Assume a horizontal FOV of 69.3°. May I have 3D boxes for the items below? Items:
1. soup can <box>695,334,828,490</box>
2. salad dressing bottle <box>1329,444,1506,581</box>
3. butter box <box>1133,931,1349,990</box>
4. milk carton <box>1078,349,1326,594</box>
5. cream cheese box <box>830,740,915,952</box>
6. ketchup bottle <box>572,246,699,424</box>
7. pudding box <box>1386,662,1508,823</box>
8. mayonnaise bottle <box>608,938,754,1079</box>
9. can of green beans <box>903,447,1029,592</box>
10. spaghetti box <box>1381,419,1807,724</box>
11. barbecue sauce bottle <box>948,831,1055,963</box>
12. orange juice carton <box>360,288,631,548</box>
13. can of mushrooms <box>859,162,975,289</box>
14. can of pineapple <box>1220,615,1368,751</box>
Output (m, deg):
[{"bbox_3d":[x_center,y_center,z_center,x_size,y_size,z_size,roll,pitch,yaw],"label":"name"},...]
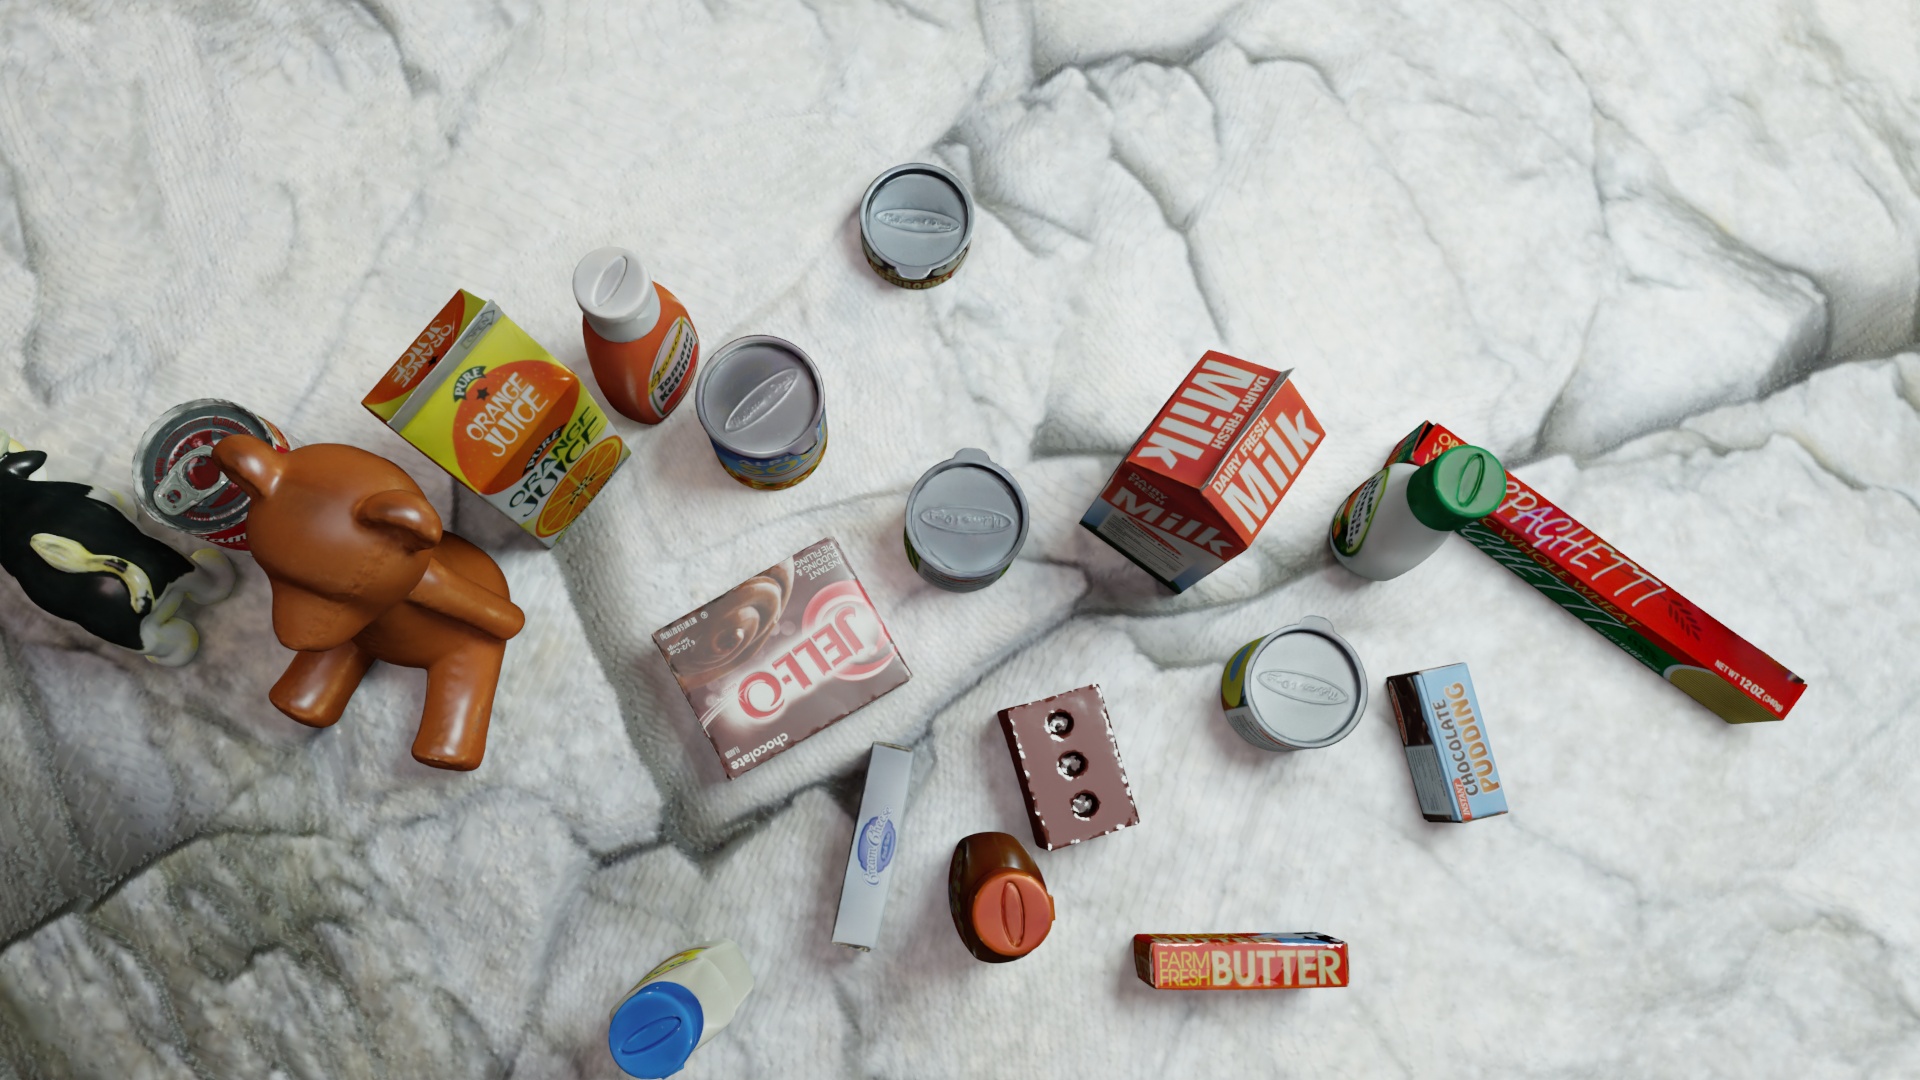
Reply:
[{"bbox_3d":[-0.104,-0.065,0.752,0.071,0.083,0.071,1,79,-3],"label":"soup can"},{"bbox_3d":[0.239,-0.016,0.733,0.044,0.147,0.064,23,79,1],"label":"salad dressing bottle"},{"bbox_3d":[0.146,0.220,0.729,0.103,0.053,0.024,1,79,-4],"label":"butter box"},{"bbox_3d":[0.123,-0.034,0.707,0.073,0.190,0.072,36,79,3],"label":"milk carton"},{"bbox_3d":[-0.045,0.159,0.728,0.024,0.053,0.104,12,79,-1],"label":"cream cheese box"},{"bbox_3d":[-0.170,-0.108,0.723,0.043,0.148,0.065,24,79,1],"label":"ketchup bottle"},{"bbox_3d":[0.265,0.110,0.759,0.030,0.049,0.084,-12,80,-6],"label":"pudding box"},{"bbox_3d":[-0.136,0.223,0.661,0.065,0.148,0.041,-27,82,-8],"label":"mayonnaise bottle"},{"bbox_3d":[0.002,-0.007,0.761,0.071,0.057,0.071,1,79,-4],"label":"can of green beans"},{"bbox_3d":[0.351,0.019,0.783,0.250,0.050,0.029,36,79,4],"label":"spaghetti box"},{"bbox_3d":[0.019,0.177,0.680,0.044,0.148,0.065,-4,80,-4],"label":"barbecue sauce bottle"},{"bbox_3d":[-0.228,-0.060,0.688,0.073,0.192,0.072,37,80,3],"label":"orange juice carton"},{"bbox_3d":[-0.026,-0.179,0.805,0.071,0.033,0.071,1,79,-4],"label":"can of mushrooms"},{"bbox_3d":[0.181,0.080,0.756,0.071,0.057,0.071,1,79,-4],"label":"can of pineapple"}]
